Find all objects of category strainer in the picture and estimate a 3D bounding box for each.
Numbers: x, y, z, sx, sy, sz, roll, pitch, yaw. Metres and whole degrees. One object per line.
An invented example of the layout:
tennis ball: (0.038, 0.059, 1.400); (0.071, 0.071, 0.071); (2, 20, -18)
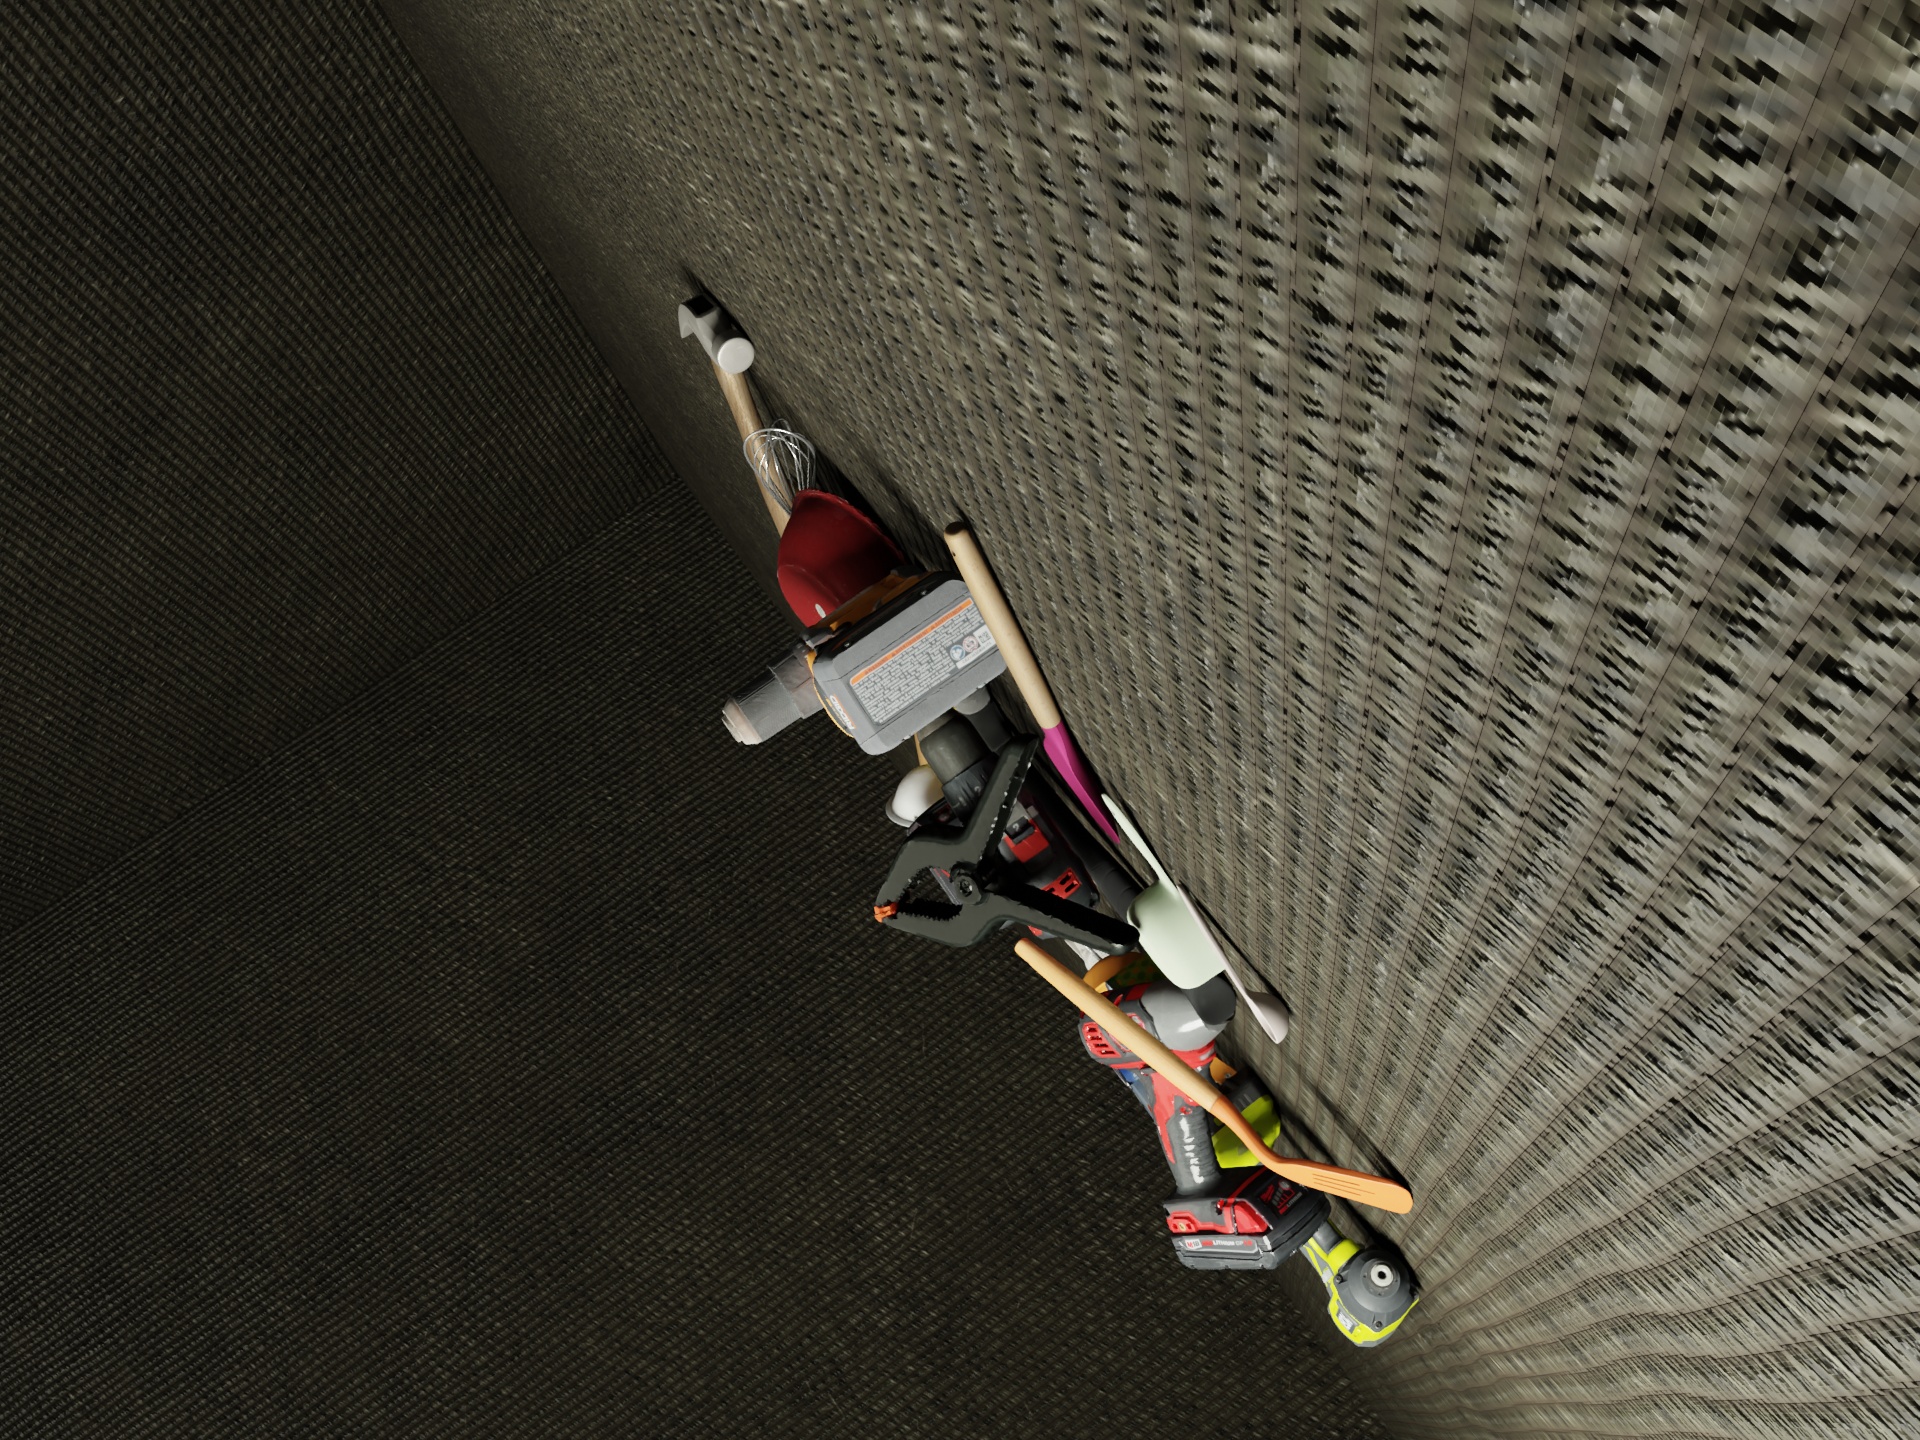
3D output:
strainer: (-0.018, 0.038, 1.458); (0.258, 0.087, 0.050); (-75, -23, -68)

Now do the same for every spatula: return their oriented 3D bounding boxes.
spatula: (0.164, 0.242, 1.098); (0.323, 0.041, 0.081); (36, 166, 29)

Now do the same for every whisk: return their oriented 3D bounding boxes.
whisk: (-0.136, -0.170, 1.365); (0.246, 0.059, 0.058); (77, -164, -59)

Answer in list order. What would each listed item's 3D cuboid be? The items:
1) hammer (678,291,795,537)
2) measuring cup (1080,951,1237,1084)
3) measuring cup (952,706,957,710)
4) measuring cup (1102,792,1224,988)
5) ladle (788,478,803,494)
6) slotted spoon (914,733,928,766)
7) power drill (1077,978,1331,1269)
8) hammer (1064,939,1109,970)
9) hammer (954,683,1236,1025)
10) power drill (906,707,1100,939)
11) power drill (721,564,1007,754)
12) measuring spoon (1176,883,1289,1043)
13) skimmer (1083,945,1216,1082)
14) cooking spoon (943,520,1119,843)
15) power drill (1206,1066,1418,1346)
hammer: (-0.171, -0.226, 1.381); (0.130, 0.031, 0.331); (53, 168, 41)
measuring cup: (0.182, 0.271, 1.424); (0.173, 0.095, 0.052); (34, -162, -18)
measuring cup: (-0.002, -0.004, 1.363); (0.062, 0.029, 0.157); (61, -179, -24)
measuring cup: (0.124, 0.117, 1.073); (0.167, 0.038, 0.083); (55, 175, -29)
ladle: (-0.117, -0.171, 1.462); (0.316, 0.031, 0.069); (50, 164, 57)
slotted spoon: (-0.037, 0.014, 1.625); (0.070, 0.031, 0.313); (46, 163, 26)
power drill: (0.187, 0.301, 1.216); (0.143, 0.078, 0.219); (-25, 90, 50)
hammer: (0.038, 0.095, 1.716); (0.410, 0.038, 0.146); (56, 176, -9)
hammer: (0.101, 0.104, 1.230); (0.335, 0.035, 0.146); (50, 173, 35)
power drill: (0.018, 0.082, 1.237); (0.188, 0.080, 0.226); (55, 168, 2)
power drill: (-0.074, -0.036, 1.105); (0.084, 0.185, 0.226); (57, 171, -14)
measuring spoon: (0.174, 0.149, 1.008); (0.124, 0.018, 0.034); (59, 178, 34)
skimmer: (0.134, 0.184, 1.463); (0.363, 0.090, 0.127); (45, -177, -6)
cooking spoon: (0.050, -0.016, 1.013); (0.069, 0.017, 0.318); (50, 173, 42)
power drill: (0.281, 0.402, 1.309); (0.223, 0.080, 0.171); (48, 167, 28)
